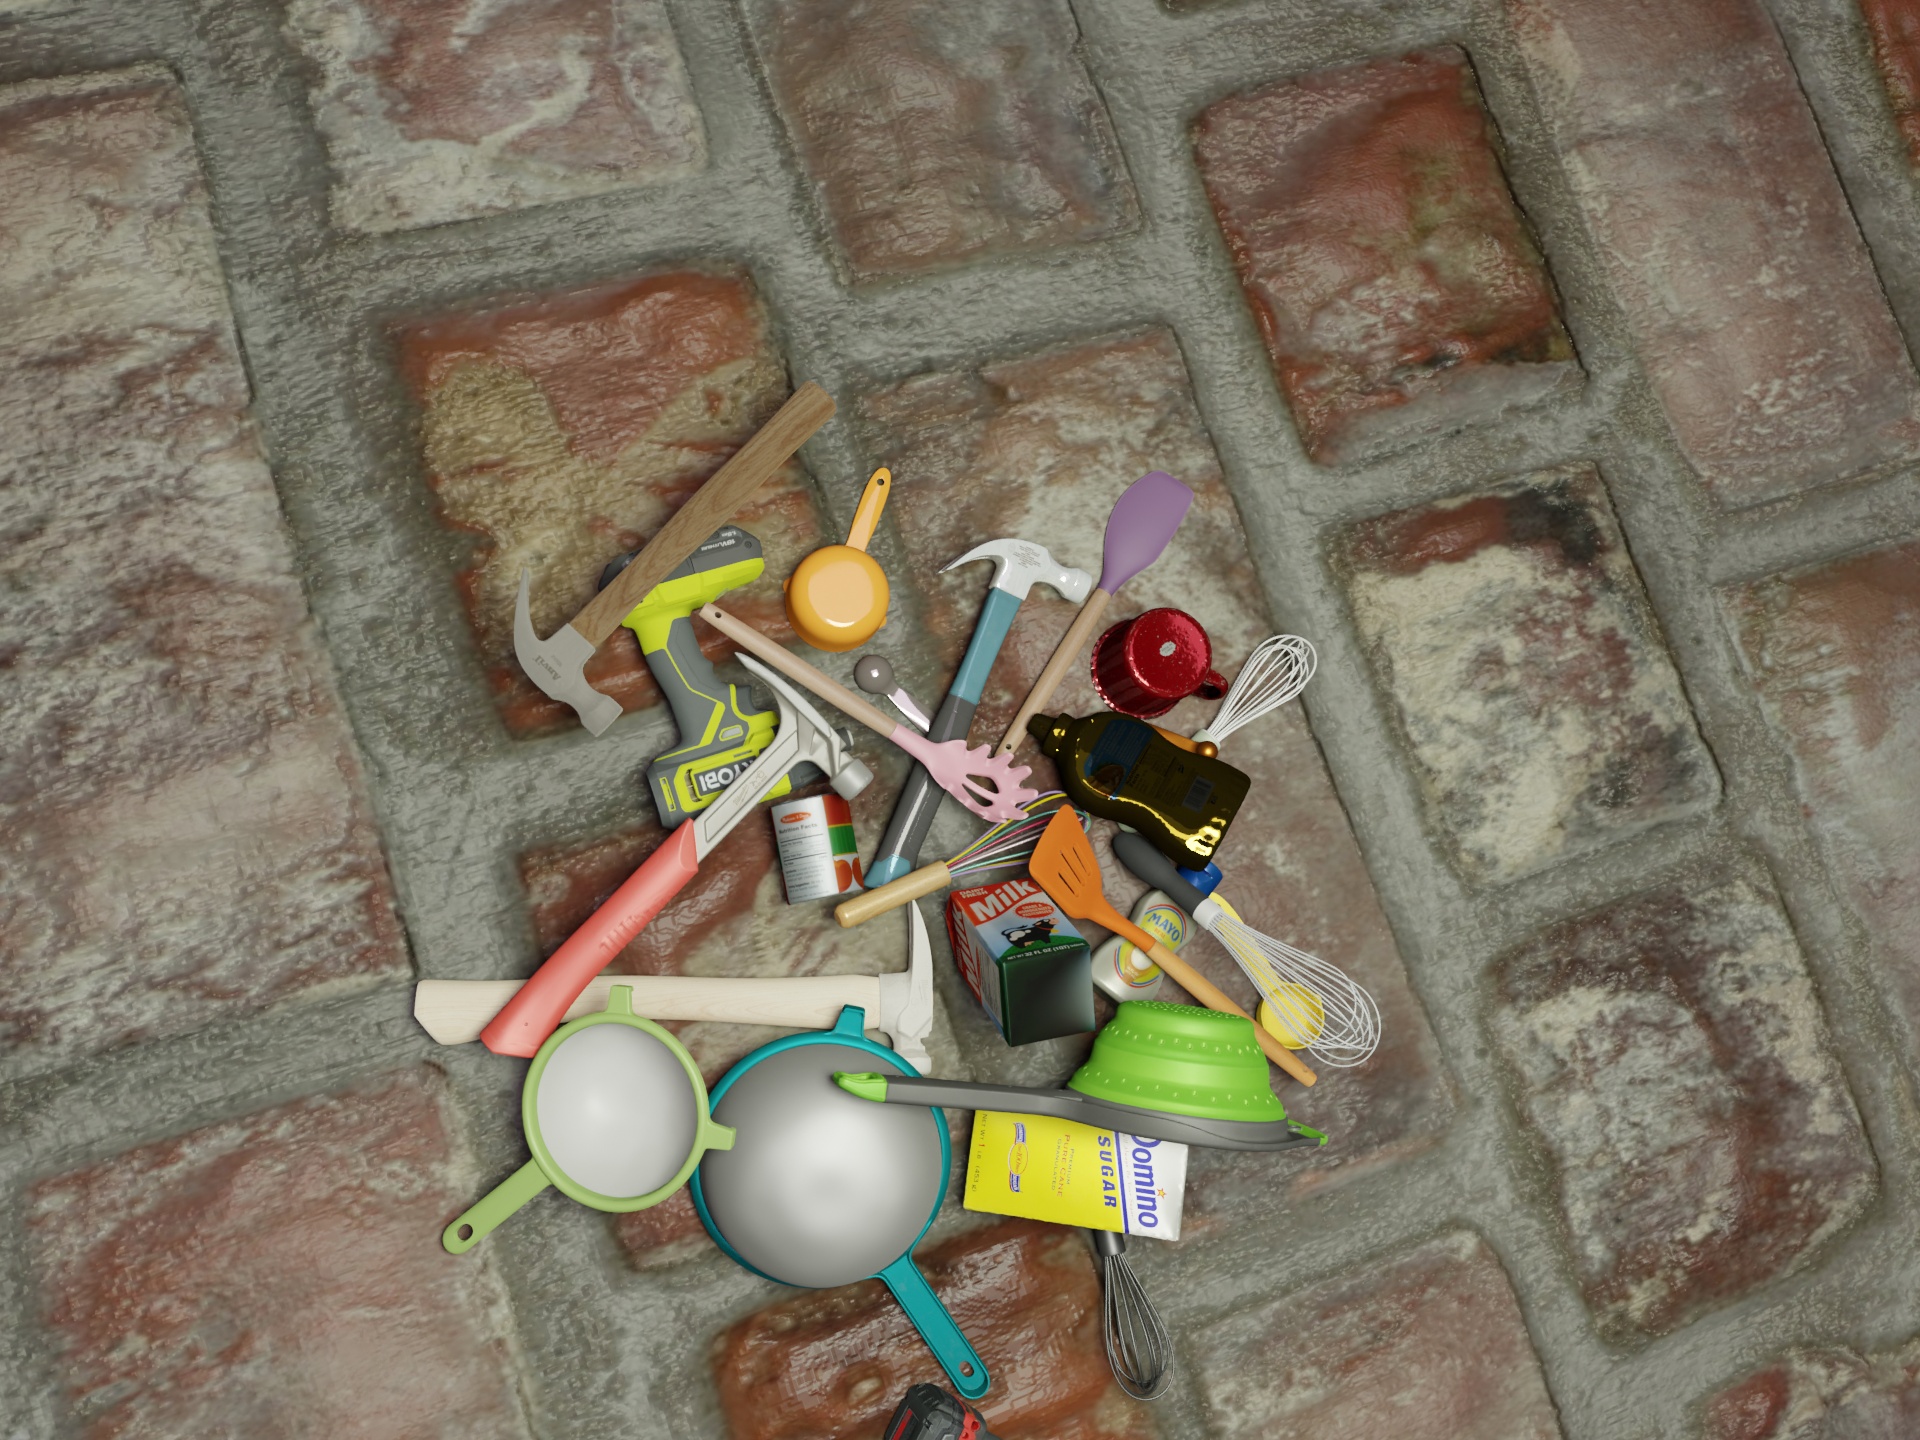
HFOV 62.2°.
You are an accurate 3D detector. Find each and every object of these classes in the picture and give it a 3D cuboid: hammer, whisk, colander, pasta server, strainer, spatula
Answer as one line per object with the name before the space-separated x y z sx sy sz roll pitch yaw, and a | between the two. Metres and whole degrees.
hammer | -0.223 -0.149 1.266 0.130 0.031 0.331 43 77 -6
whisk | 0.007 0.122 1.333 0.245 0.047 0.051 -22 46 -22
whisk | 0.228 0.180 1.311 0.070 0.070 0.285 -41 57 -15
whisk | 0.130 0.442 1.327 0.055 0.055 0.239 -11 79 -13
colander | 0.098 0.265 1.252 0.397 0.204 0.094 9 85 -17
pasta server | -0.075 -0.008 1.303 0.316 0.040 0.060 33 66 -14
strainer | -0.295 0.328 1.235 0.256 0.069 0.151 -40 83 11
hammer | -0.242 0.117 1.247 0.149 0.037 0.359 45 82 -3
strainer | -0.072 0.410 1.247 0.211 0.095 0.340 -34 96 -4
hammer | -0.002 -0.004 1.365 0.128 0.033 0.331 25 80 -16
spatula | 0.114 -0.095 1.422 0.060 0.018 0.316 31 75 1
spatula | 0.182 0.202 1.334 0.322 0.041 0.081 40 50 -6
whisk | 0.227 0.011 1.420 0.246 0.057 0.059 -44 58 -12
hammer | -0.226 0.217 1.291 0.410 0.038 0.146 2 79 -11

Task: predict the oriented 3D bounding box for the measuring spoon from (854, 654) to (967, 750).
measuring spoon | -0.040 -0.011 1.376 0.124 0.018 0.034 41 75 -4

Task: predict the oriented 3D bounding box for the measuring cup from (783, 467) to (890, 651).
measuring cup | -0.090 -0.145 1.368 0.095 0.052 0.174 21 79 -8

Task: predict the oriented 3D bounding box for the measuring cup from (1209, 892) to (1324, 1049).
measuring cup | 0.261 0.220 1.405 0.062 0.029 0.157 -30 77 -15

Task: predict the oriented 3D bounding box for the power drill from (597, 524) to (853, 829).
power drill | -0.197 -0.039 1.320 0.171 0.080 0.223 -18 89 -14

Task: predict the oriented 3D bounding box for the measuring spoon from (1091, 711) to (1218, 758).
measuring spoon | 0.170 0.012 1.398 0.117 0.011 0.021 17 74 15

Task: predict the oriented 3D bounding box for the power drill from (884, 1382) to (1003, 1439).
power drill | 0.029 0.654 1.258 0.226 0.080 0.188 32 76 -9
